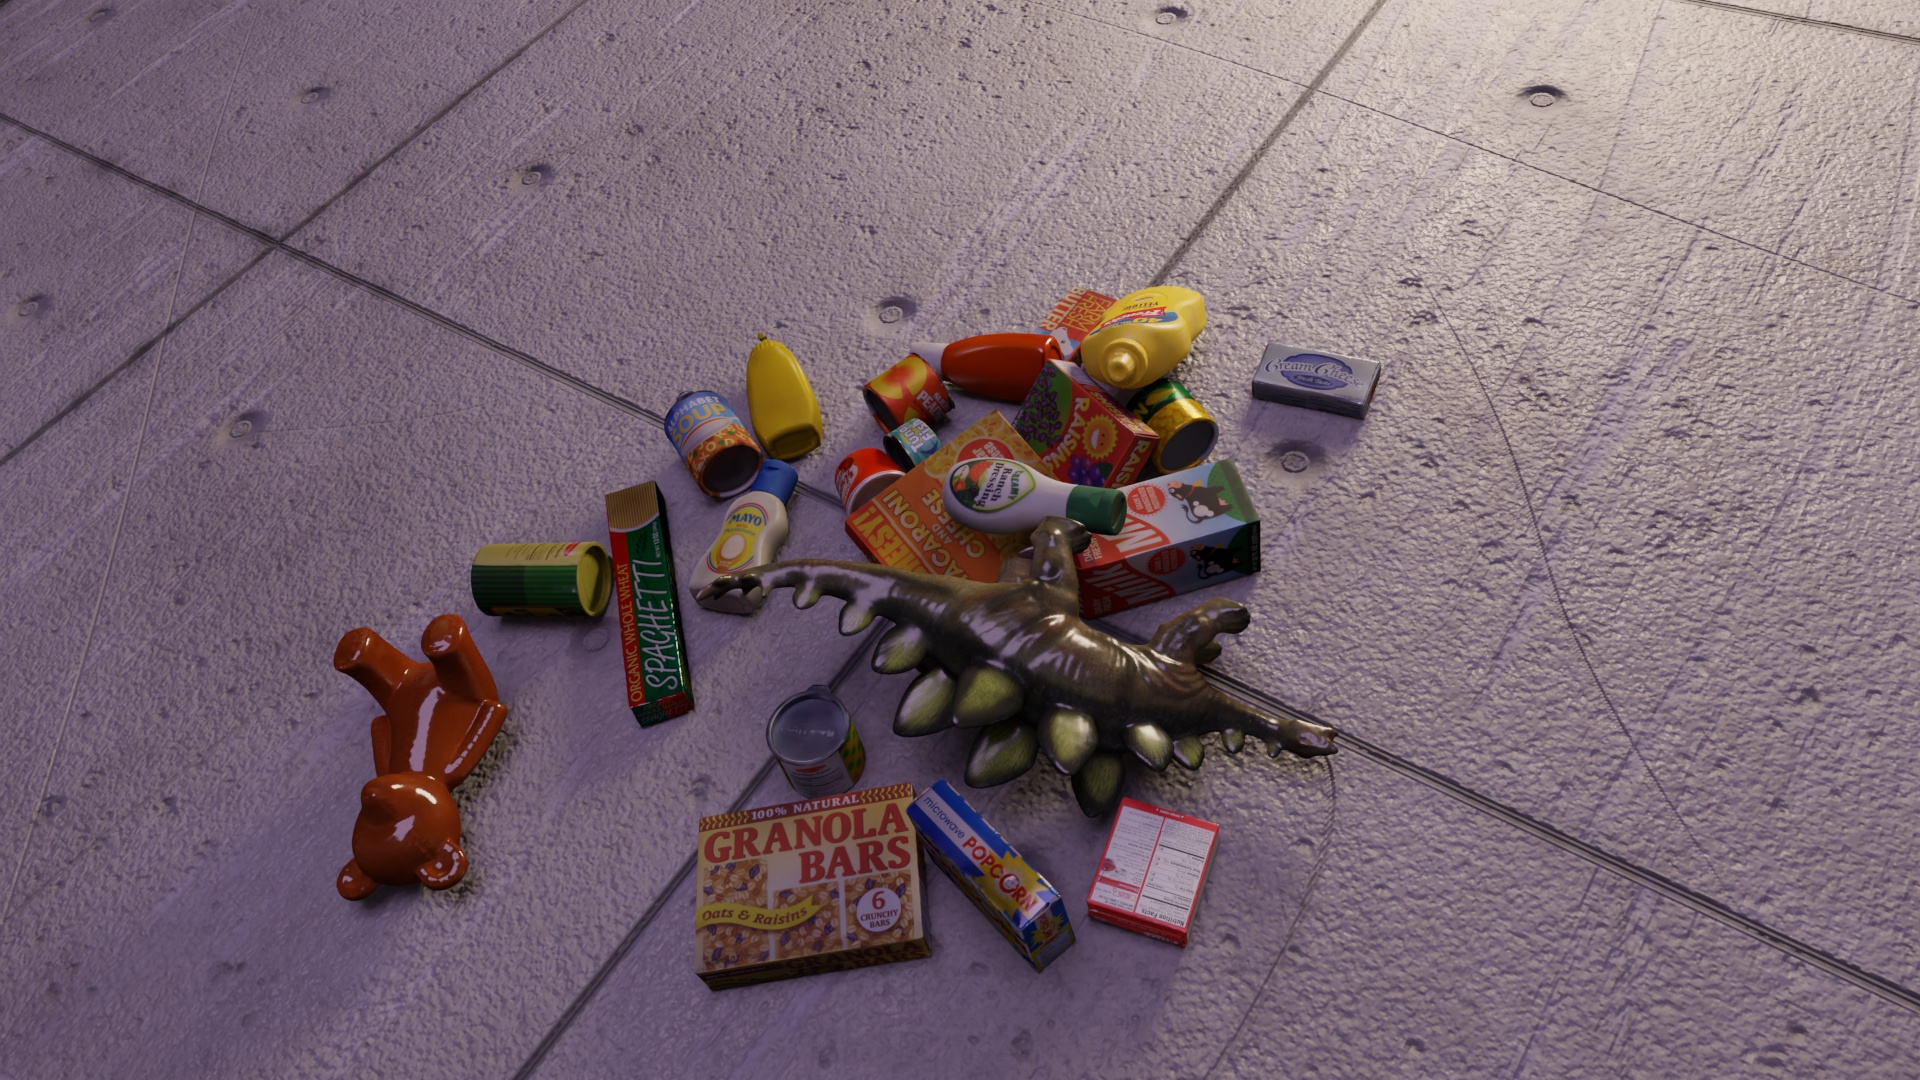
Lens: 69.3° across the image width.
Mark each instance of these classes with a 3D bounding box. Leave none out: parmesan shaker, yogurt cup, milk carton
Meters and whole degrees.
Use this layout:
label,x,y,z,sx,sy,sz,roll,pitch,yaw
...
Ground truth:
label,x,y,z,sx,sy,sz,roll,pitch,yaw
parmesan shaker,-0.370,0.034,1.233,0.103,0.071,0.072,-1,53,12
yogurt cup,-0.078,-0.046,1.234,0.072,0.072,0.054,-27,44,-9
milk carton,0.144,0.004,1.140,0.191,0.072,0.074,-16,50,0

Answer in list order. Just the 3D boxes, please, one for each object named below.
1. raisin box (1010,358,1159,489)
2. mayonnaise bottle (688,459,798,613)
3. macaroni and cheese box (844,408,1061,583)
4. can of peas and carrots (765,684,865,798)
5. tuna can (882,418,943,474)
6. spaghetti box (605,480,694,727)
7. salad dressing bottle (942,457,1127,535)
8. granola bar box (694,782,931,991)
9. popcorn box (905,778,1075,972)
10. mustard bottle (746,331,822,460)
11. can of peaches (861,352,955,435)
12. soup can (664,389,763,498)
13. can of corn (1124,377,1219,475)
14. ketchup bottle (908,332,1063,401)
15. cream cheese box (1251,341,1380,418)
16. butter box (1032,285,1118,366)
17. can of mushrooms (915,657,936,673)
label,x,y,z,sx,sy,sz,roll,pitch,yaw
raisin box,0.105,-0.090,1.215,0.124,0.040,0.085,47,118,36
mayonnaise bottle,-0.187,-0.006,1.238,0.065,0.041,0.149,6,55,19
macaroni and cheese box,0.004,-0.015,1.181,0.167,0.040,0.124,-37,77,-16
can of peas and carrots,-0.112,0.158,1.084,0.071,0.058,0.071,-6,51,7
tuna can,-0.038,-0.076,1.242,0.033,0.070,0.071,-34,53,-15
spaghetti box,-0.275,0.049,1.223,0.050,0.028,0.251,-18,51,-1
salad dressing bottle,0.059,-0.031,1.112,0.147,0.043,0.064,9,59,28
granola bar box,-0.109,0.253,1.021,0.165,0.039,0.125,-10,52,4
popcorn box,0.021,0.235,0.978,0.038,0.084,0.127,-39,55,-16
mustard bottle,-0.176,-0.148,1.343,0.065,0.048,0.161,-17,50,-2
can of peaches,-0.049,-0.131,1.290,0.058,0.071,0.071,-36,54,-15
soup can,-0.231,-0.091,1.296,0.071,0.071,0.084,-30,53,-11
can of corn,0.181,-0.098,1.215,0.071,0.070,0.058,-27,52,-9
ketchup bottle,0.022,-0.165,1.308,0.149,0.064,0.044,7,40,27
cream cheese box,0.319,-0.145,1.249,0.104,0.024,0.053,15,57,22
butter box,0.106,-0.200,1.339,0.053,0.024,0.104,25,61,28
can of mushrooms,-0.009,0.084,1.115,0.071,0.070,0.033,-5,53,9
